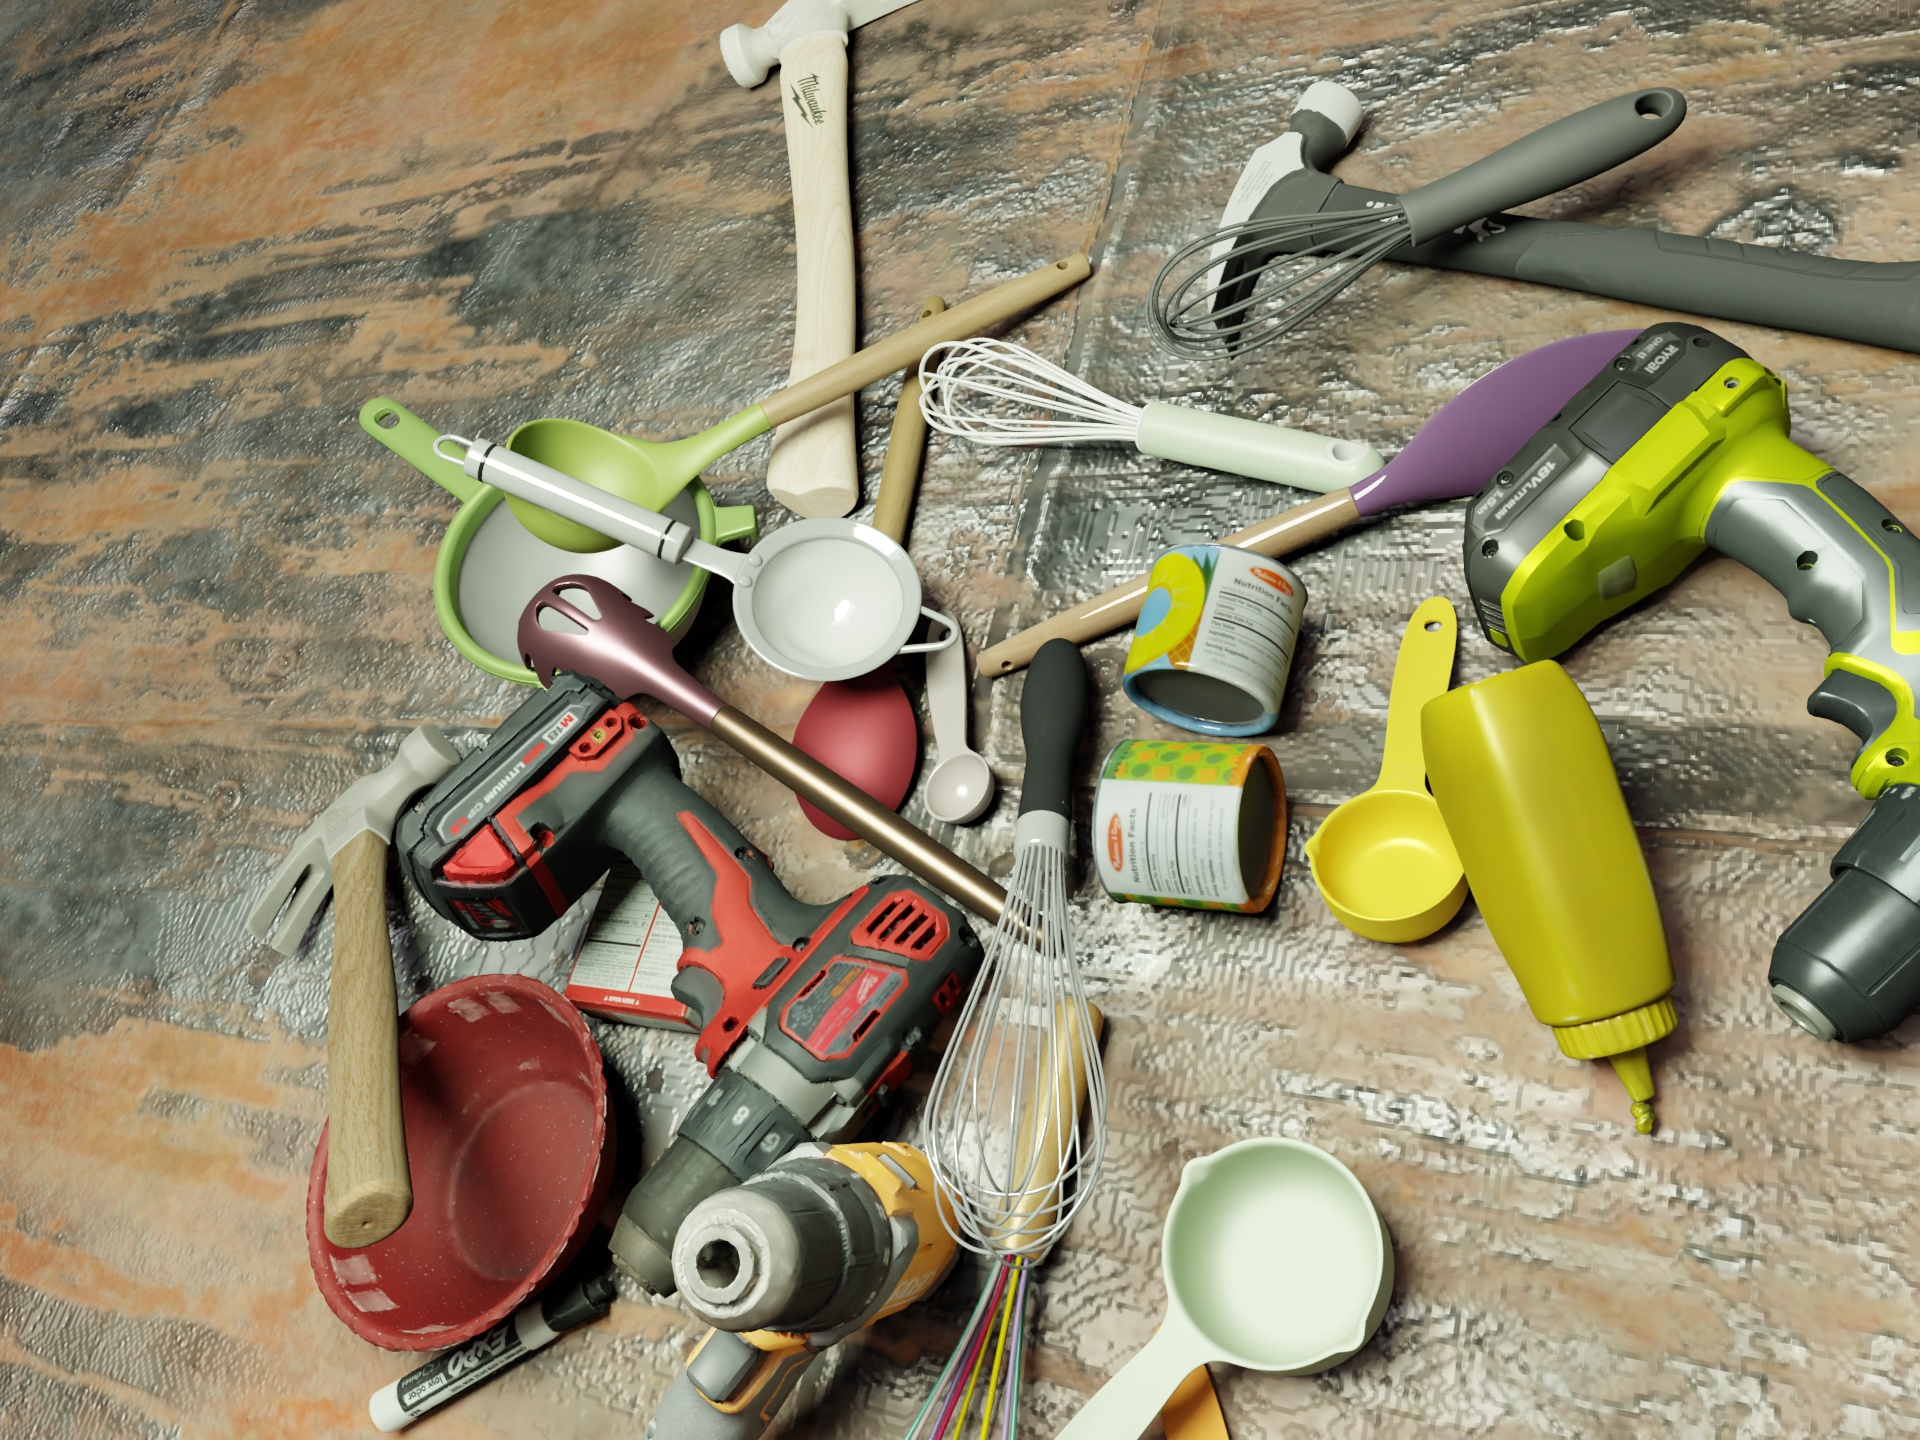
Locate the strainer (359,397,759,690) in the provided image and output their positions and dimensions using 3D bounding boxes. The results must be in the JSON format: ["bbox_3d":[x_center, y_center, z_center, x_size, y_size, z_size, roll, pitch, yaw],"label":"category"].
[{"bbox_3d":[-0.232,-0.098,0.858,0.256,0.069,0.151,34,73,26],"label":"strainer"}]

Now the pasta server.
[{"bbox_3d":[-0.086,0.016,0.717,0.316,0.040,0.060,32,72,20],"label":"pasta server"}]

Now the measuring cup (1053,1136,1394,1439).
[{"bbox_3d":[0.081,0.219,0.548,0.167,0.038,0.083,-47,52,0],"label":"measuring cup"}]

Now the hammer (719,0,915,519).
[{"bbox_3d":[-0.072,-0.290,0.921,0.146,0.038,0.411,-16,57,19],"label":"hammer"}]

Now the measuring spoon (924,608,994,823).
[{"bbox_3d":[-0.001,-0.002,0.735,0.034,0.018,0.124,-25,47,23],"label":"measuring spoon"}]

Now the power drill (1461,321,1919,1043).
[{"bbox_3d":[0.288,-0.020,0.547,0.190,0.080,0.229,-44,54,1],"label":"power drill"}]

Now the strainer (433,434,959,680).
[{"bbox_3d":[-0.123,-0.079,0.735,0.258,0.050,0.087,23,64,0],"label":"strainer"}]

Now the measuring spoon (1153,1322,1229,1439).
[{"bbox_3d":[0.087,0.262,0.538,0.021,0.011,0.117,-22,51,8],"label":"measuring spoon"}]

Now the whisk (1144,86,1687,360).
[{"bbox_3d":[0.192,-0.218,0.687,0.239,0.055,0.055,-21,55,10],"label":"whisk"}]

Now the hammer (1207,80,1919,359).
[{"bbox_3d":[0.260,-0.197,0.687,0.335,0.035,0.146,24,76,36],"label":"hammer"}]

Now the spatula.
[{"bbox_3d":[0.144,-0.085,0.682,0.316,0.059,0.018,-24,37,21],"label":"spatula"}]

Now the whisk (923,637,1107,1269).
[{"bbox_3d":[0.030,0.074,0.625,0.070,0.070,0.285,-12,46,23],"label":"whisk"}]

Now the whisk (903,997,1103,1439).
[{"bbox_3d":[0.012,0.219,0.585,0.051,0.047,0.245,8,63,19],"label":"whisk"}]

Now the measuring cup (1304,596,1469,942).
[{"bbox_3d":[0.177,0.018,0.623,0.062,0.029,0.157,2,53,27],"label":"measuring cup"}]

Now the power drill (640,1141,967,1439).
[{"bbox_3d":[-0.096,0.240,0.540,0.084,0.185,0.226,38,87,19],"label":"power drill"}]

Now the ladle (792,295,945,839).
[{"bbox_3d":[-0.035,-0.090,0.795,0.069,0.031,0.316,-6,59,27],"label":"ladle"}]

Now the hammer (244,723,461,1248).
[{"bbox_3d":[-0.282,0.120,0.744,0.130,0.031,0.332,-42,33,3],"label":"hammer"}]

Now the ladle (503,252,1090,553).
[{"bbox_3d":[-0.076,-0.172,0.798,0.320,0.062,0.078,-27,66,-8],"label":"ladle"}]

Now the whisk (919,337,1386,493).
[{"bbox_3d":[0.081,-0.138,0.746,0.246,0.059,0.058,19,53,30],"label":"whisk"}]

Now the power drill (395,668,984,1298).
[{"bbox_3d":[-0.128,0.103,0.656,0.227,0.080,0.188,33,66,20],"label":"power drill"}]
